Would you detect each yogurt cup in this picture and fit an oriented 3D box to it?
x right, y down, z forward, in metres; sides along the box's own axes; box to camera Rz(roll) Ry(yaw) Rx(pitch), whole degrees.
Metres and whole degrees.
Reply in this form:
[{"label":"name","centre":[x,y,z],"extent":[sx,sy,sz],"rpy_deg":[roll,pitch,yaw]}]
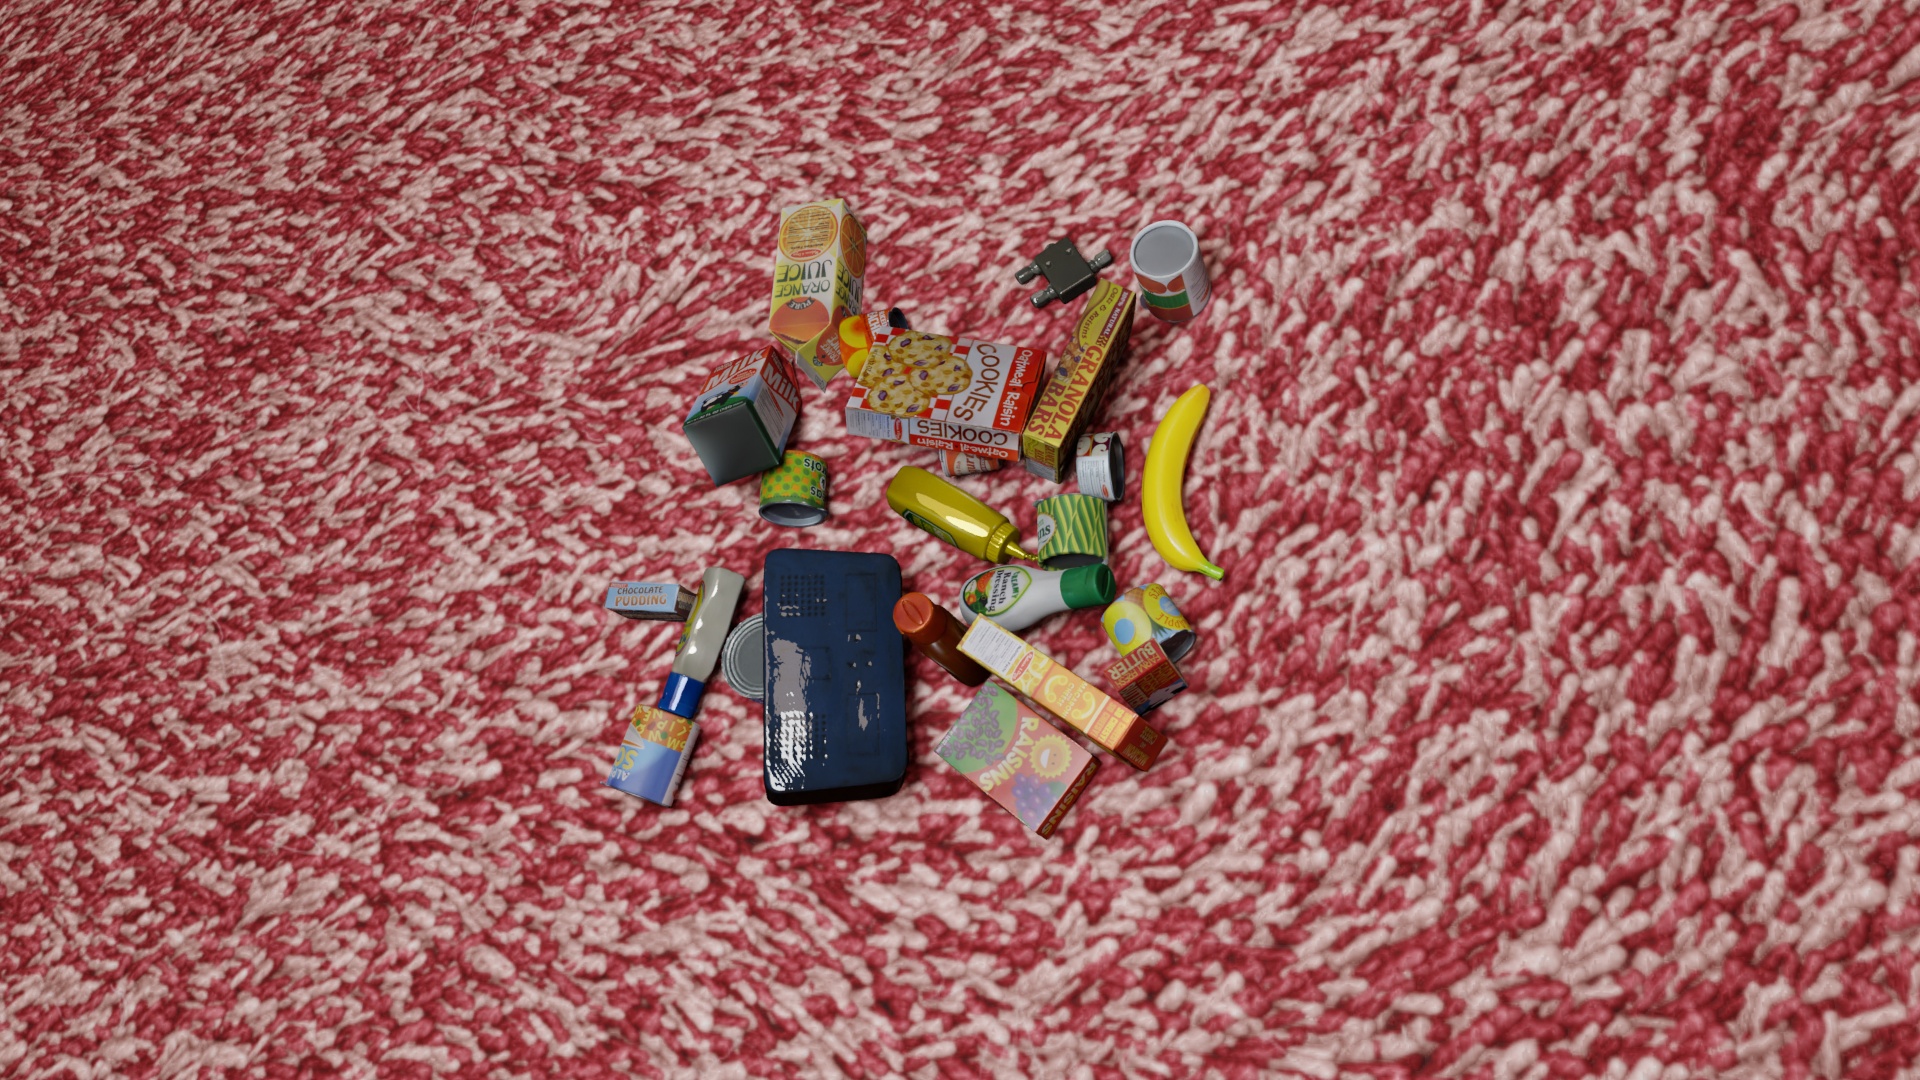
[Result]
[{"label":"yogurt cup","centre":[0.012,-0.096,1.350],"extent":[0.054,0.072,0.072],"rpy_deg":[-1,70,10]}]

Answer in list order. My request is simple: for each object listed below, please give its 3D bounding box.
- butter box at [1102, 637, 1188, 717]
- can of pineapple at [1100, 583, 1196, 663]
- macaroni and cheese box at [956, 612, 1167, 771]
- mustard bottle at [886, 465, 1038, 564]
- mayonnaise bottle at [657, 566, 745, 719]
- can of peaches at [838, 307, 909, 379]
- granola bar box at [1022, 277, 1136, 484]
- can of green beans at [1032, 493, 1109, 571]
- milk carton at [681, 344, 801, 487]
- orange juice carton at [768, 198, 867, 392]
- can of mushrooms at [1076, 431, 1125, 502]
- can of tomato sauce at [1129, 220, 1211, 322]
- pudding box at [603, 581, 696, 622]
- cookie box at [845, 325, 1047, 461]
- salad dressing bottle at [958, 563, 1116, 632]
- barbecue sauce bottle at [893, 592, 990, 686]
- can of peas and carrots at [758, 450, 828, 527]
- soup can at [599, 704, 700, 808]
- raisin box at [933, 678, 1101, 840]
[{"label":"butter box","centre":[0.160,0.119,1.193],"extent":[0.053,0.103,0.024],"rpy_deg":[-35,63,5]},{"label":"can of pineapple","centre":[0.167,0.078,1.226],"extent":[0.071,0.071,0.058],"rpy_deg":[-34,63,4]},{"label":"macaroni and cheese box","centre":[0.089,0.134,1.200],"extent":[0.167,0.123,0.040],"rpy_deg":[32,86,26]},{"label":"mustard bottle","centre":[0.005,-0.017,1.322],"extent":[0.160,0.065,0.049],"rpy_deg":[29,77,22]},{"label":"mayonnaise bottle","centre":[-0.256,0.100,1.368],"extent":[0.041,0.064,0.148],"rpy_deg":[23,76,-19]},{"label":"can of peaches","centre":[-0.088,-0.203,1.421],"extent":[0.058,0.071,0.071],"rpy_deg":[-8,68,17]},{"label":"granola bar box","centre":[0.112,-0.146,1.299],"extent":[0.039,0.124,0.166],"rpy_deg":[25,79,9]},{"label":"can of green beans","centre":[0.104,-0.005,1.281],"extent":[0.071,0.071,0.058],"rpy_deg":[-6,69,17]},{"label":"milk carton","centre":[-0.215,-0.137,1.410],"extent":[0.072,0.073,0.191],"rpy_deg":[-19,27,14]},{"label":"orange juice carton","centre":[-0.150,-0.256,1.463],"extent":[0.073,0.071,0.193],"rpy_deg":[-4,68,18]},{"label":"can of mushrooms","centre":[0.132,-0.069,1.298],"extent":[0.033,0.071,0.071],"rpy_deg":[-4,69,19]},{"label":"can of tomato sauce","centre":[0.200,-0.259,1.337],"extent":[0.071,0.083,0.071],"rpy_deg":[-6,68,16]},{"label":"pudding box","centre":[-0.311,0.062,1.407],"extent":[0.084,0.049,0.030],"rpy_deg":[2,72,20]},{"label":"cookie box","centre":[-0.012,-0.142,1.322],"extent":[0.167,0.040,0.123],"rpy_deg":[10,48,9]},{"label":"salad dressing bottle","centre":[0.069,0.049,1.259],"extent":[0.147,0.044,0.064],"rpy_deg":[-11,51,35]},{"label":"barbecue sauce bottle","centre":[-0.018,0.085,1.241],"extent":[0.043,0.148,0.065],"rpy_deg":[-40,63,2]},{"label":"can of peas and carrots","centre":[-0.165,-0.052,1.392],"extent":[0.071,0.071,0.059],"rpy_deg":[-5,68,17]},{"label":"soup can","centre":[-0.298,0.206,1.335],"extent":[0.071,0.071,0.084],"rpy_deg":[13,74,23]},{"label":"raisin box","centre":[0.051,0.194,1.237],"extent":[0.123,0.040,0.086],"rpy_deg":[34,83,28]}]
